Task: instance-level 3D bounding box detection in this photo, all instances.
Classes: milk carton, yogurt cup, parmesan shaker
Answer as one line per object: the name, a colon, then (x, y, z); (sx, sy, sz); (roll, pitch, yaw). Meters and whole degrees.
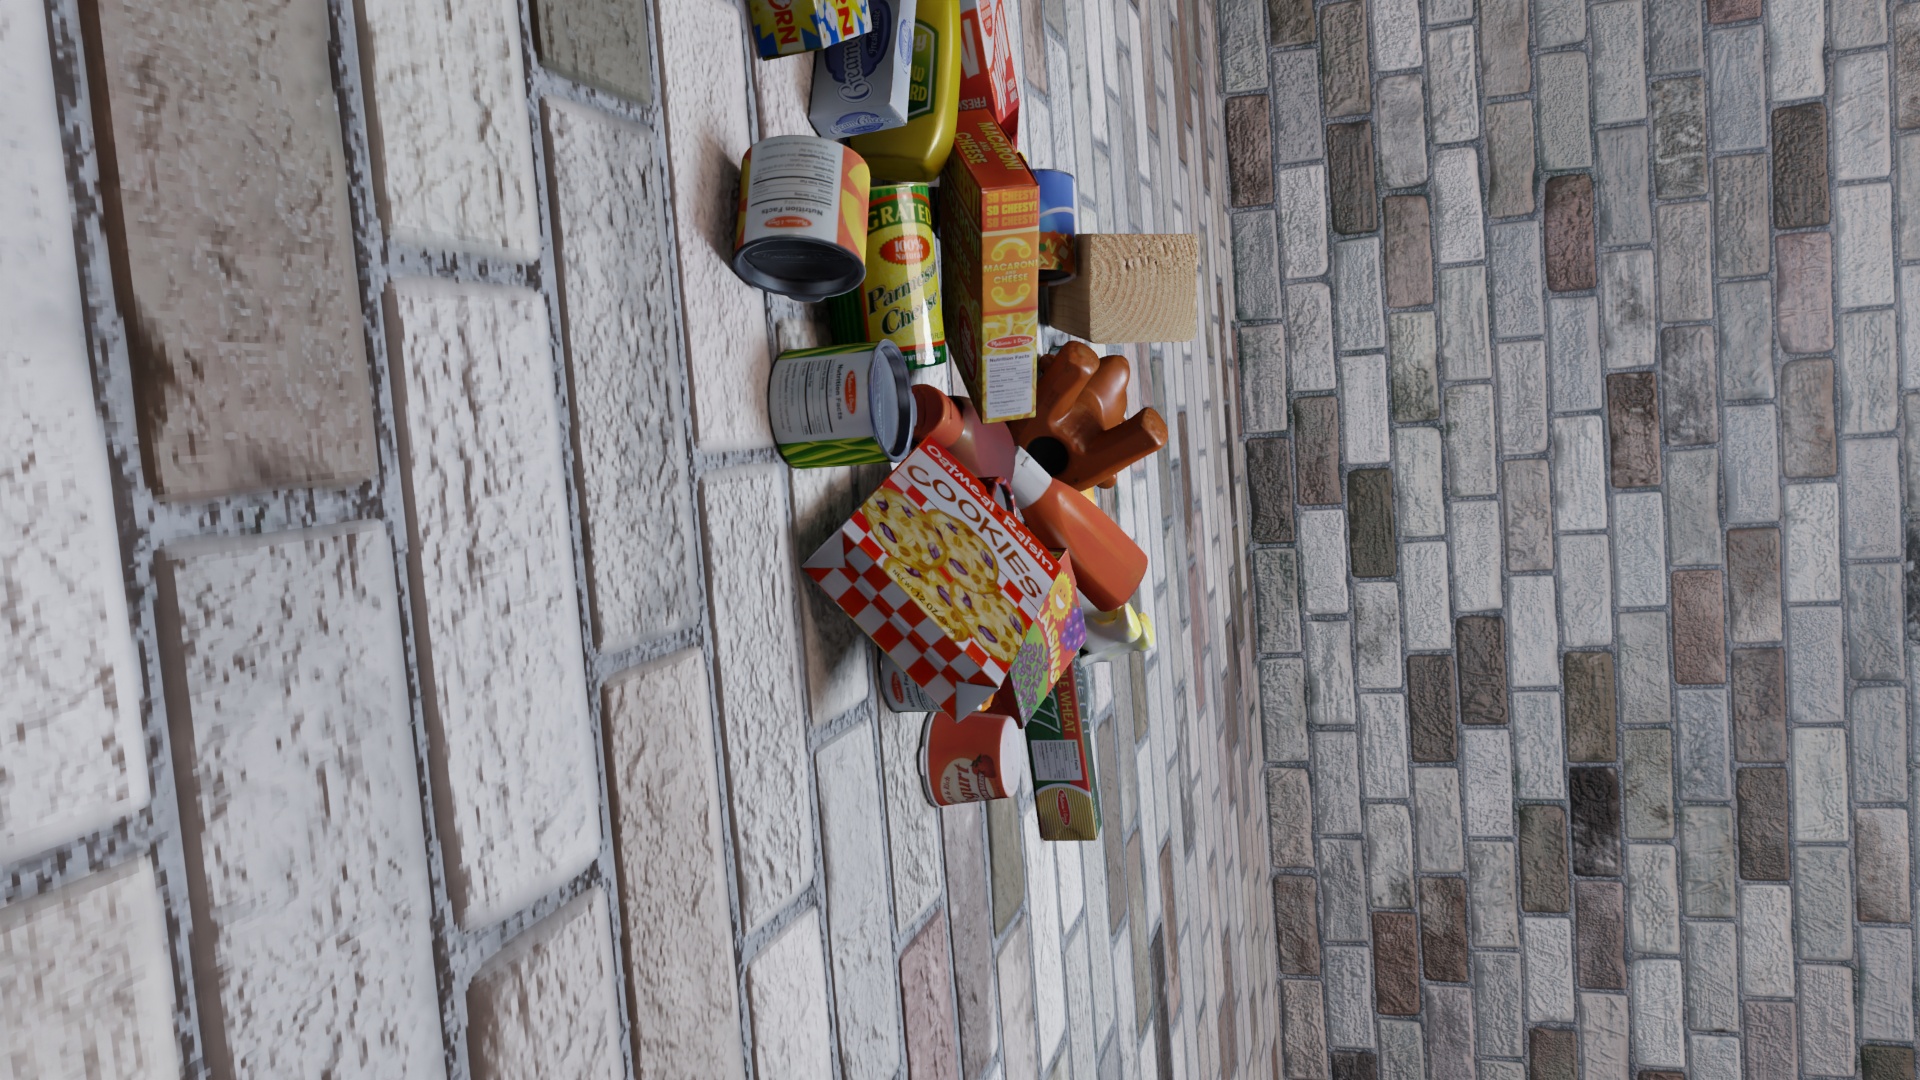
milk carton: (-0.009, -0.335, 0.935); (0.074, 0.072, 0.189); (-62, 145, -59)
yogurt cup: (0.009, 0.147, 0.941); (0.072, 0.054, 0.072); (-4, 91, -73)
parmesan shaker: (-0.043, -0.150, 0.802); (0.071, 0.071, 0.103); (-38, 123, -69)

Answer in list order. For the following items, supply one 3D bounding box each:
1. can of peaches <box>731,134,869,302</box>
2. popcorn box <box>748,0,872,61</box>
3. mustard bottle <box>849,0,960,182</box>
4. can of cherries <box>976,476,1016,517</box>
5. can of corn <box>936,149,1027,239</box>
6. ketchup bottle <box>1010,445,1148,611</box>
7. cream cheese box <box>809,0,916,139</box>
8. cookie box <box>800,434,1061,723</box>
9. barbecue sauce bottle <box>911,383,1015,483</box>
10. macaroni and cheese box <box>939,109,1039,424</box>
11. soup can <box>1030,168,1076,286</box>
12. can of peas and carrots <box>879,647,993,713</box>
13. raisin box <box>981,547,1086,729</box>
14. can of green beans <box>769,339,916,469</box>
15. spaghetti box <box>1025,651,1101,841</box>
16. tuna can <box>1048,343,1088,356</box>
can of peaches: (-0.080, -0.161, 0.700); (0.071, 0.071, 0.058); (42, 47, -66)
popcorn box: (-0.088, -0.329, 0.742); (0.085, 0.038, 0.126); (-60, 143, -61)
mustard bottle: (-0.030, -0.304, 0.854); (0.049, 0.065, 0.160); (37, 60, -80)
can of cherries: (0.003, -0.012, 0.943); (0.071, 0.058, 0.071); (-4, 91, -72)
can of corn: (0.016, -0.249, 1.013); (0.071, 0.071, 0.058); (35, 54, -68)
ketchup bottle: (0.085, -0.013, 1.112); (0.148, 0.043, 0.065); (45, 49, -15)
cream cheese box: (-0.056, -0.286, 0.812); (0.024, 0.053, 0.104); (43, 47, -60)
cookie box: (-0.010, 0.015, 0.822); (0.123, 0.040, 0.168); (45, 27, -4)
barbecue sauce bottle: (-0.003, -0.072, 0.960); (0.148, 0.043, 0.065); (28, 59, -69)
macaroni and cheese box: (0.017, -0.180, 0.912); (0.124, 0.040, 0.165); (-111, -164, -50)
soup can: (0.061, -0.260, 1.161); (0.071, 0.071, 0.084); (11, 77, -72)
can of peas and carrots: (-0.012, 0.074, 0.879); (0.071, 0.059, 0.071); (-4, 91, -73)
raisin box: (0.050, 0.072, 1.060); (0.124, 0.040, 0.085); (-48, 132, -48)
can of green beans: (-0.063, -0.072, 0.746); (0.071, 0.058, 0.071); (-4, 91, -72)
spaghetti box: (0.079, 0.137, 1.169); (0.029, 0.050, 0.249); (-52, 136, -66)
tuna can: (0.108, -0.155, 1.337); (0.071, 0.033, 0.071); (-4, 91, -72)
